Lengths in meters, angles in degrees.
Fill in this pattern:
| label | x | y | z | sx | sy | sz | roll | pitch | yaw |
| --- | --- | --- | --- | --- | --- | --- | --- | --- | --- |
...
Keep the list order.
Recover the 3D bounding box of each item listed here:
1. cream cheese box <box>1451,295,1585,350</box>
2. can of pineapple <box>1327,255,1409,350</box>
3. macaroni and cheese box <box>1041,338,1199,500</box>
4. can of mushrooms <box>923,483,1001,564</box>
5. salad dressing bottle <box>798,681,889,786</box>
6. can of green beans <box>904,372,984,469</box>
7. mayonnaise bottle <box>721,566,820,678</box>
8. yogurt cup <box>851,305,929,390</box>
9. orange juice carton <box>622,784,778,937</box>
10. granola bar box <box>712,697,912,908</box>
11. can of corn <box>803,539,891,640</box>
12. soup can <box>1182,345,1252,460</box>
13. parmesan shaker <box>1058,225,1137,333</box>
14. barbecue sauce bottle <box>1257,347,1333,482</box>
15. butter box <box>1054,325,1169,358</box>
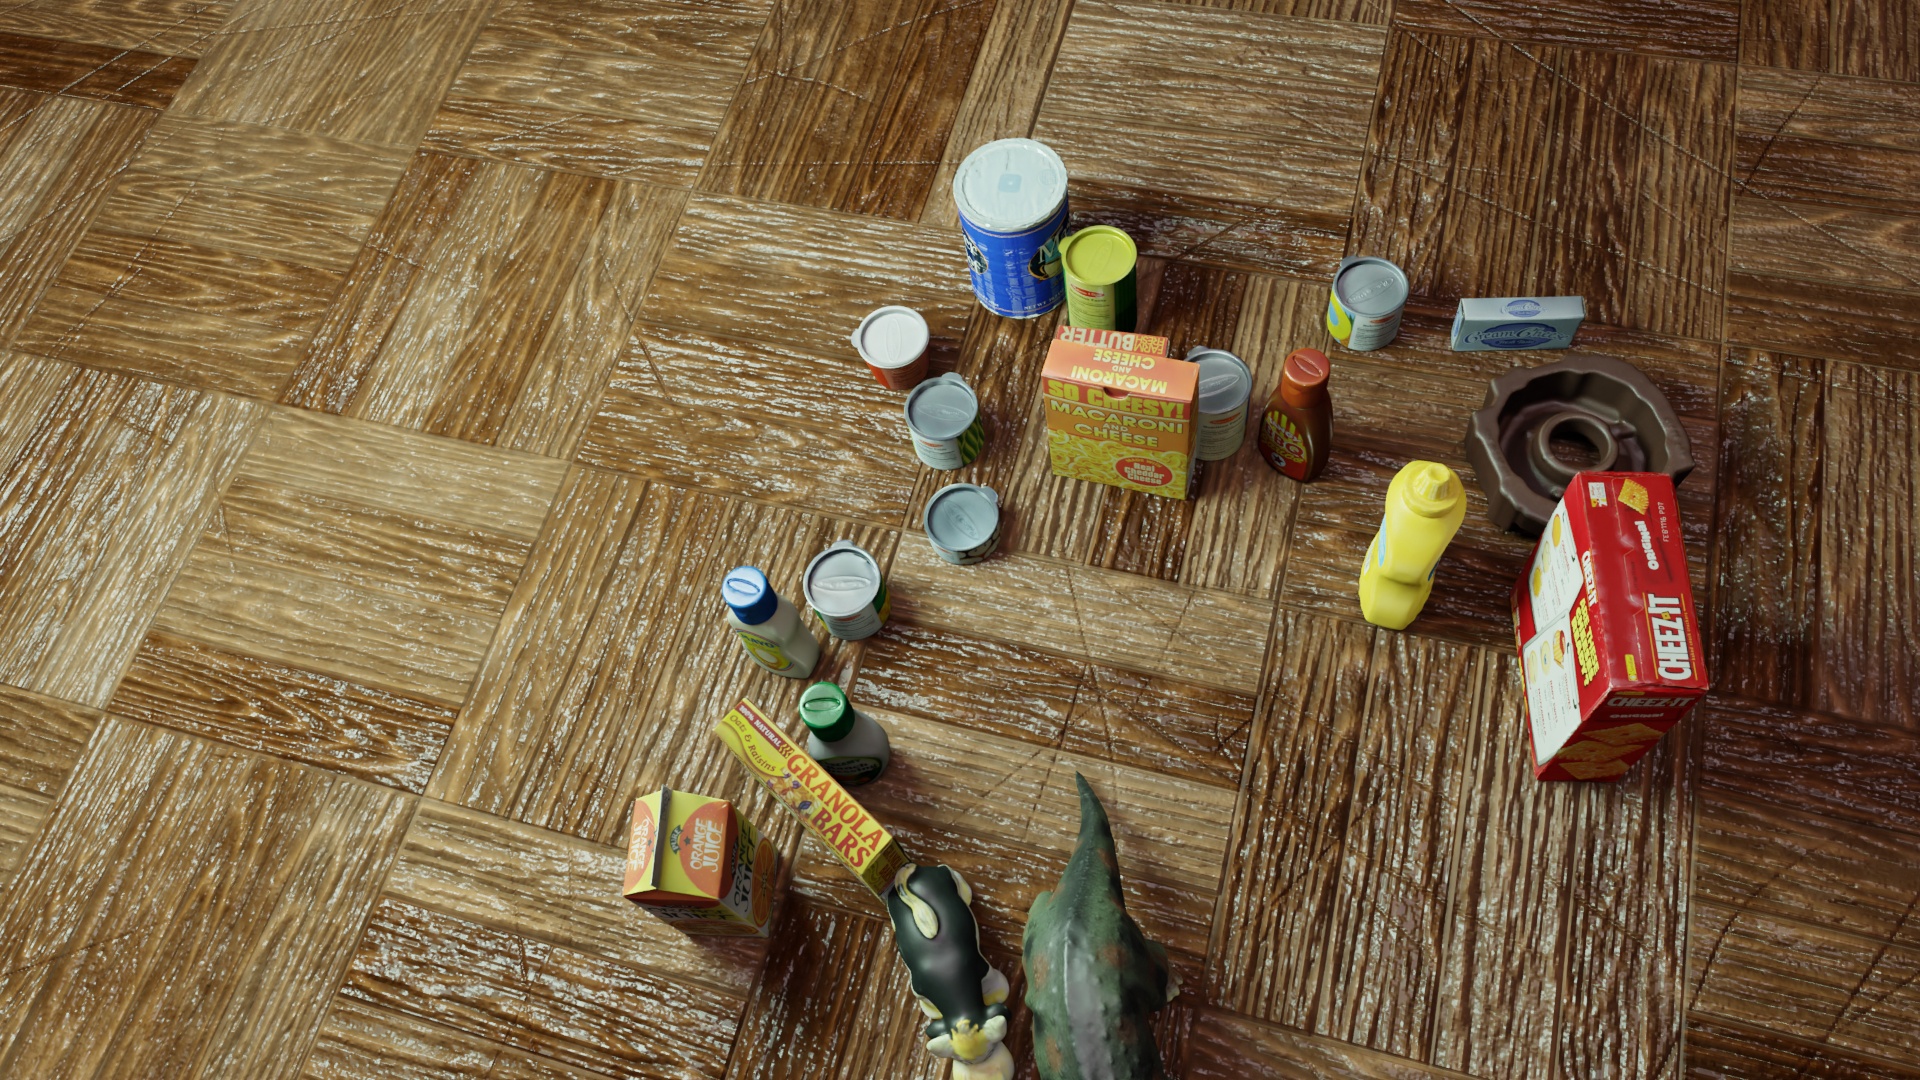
| label | x | y | z | sx | sy | sz | roll | pitch | yaw |
| --- | --- | --- | --- | --- | --- | --- | --- | --- | --- |
| cream cheese box | 0.494 | -0.192 | 1.236 | 0.104 | 0.053 | 0.024 | 0 | 64 | 8 |
| can of pineapple | 0.369 | -0.216 | 1.262 | 0.071 | 0.057 | 0.071 | -3 | 64 | 6 |
| macaroni and cheese box | 0.137 | -0.099 | 1.173 | 0.124 | 0.165 | 0.040 | 12 | 66 | 13 |
| can of mushrooms | 0.004 | -0.015 | 1.224 | 0.071 | 0.033 | 0.071 | -3 | 63 | 6 |
| salad dressing bottle | -0.094 | 0.152 | 1.090 | 0.064 | 0.147 | 0.044 | -4 | 64 | 6 |
| can of green beans | -0.014 | -0.105 | 1.257 | 0.071 | 0.057 | 0.071 | -3 | 64 | 6 |
| mayonnaise bottle | -0.159 | 0.067 | 1.140 | 0.065 | 0.147 | 0.041 | 17 | 68 | 15 |
| yogurt cup | -0.060 | -0.177 | 1.302 | 0.072 | 0.053 | 0.072 | -3 | 64 | 6 |
| orange juice carton | -0.196 | 0.242 | 1.033 | 0.073 | 0.192 | 0.072 | -1 | 64 | 7 |
| granola bar box | -0.110 | 0.204 | 1.079 | 0.166 | 0.123 | 0.039 | 39 | 75 | 23 |
| can of corn | -0.096 | 0.043 | 1.194 | 0.071 | 0.058 | 0.071 | -3 | 64 | 6 |
| soup can | 0.219 | -0.120 | 1.219 | 0.071 | 0.083 | 0.071 | -3 | 64 | 6 |
| parmesan shaker | 0.127 | -0.232 | 1.276 | 0.071 | 0.102 | 0.071 | -3 | 64 | 6 |
| barbecue sauce bottle | 0.285 | -0.107 | 1.168 | 0.044 | 0.148 | 0.065 | -42 | 66 | -13 |
| butter box | 0.139 | -0.168 | 1.271 | 0.103 | 0.053 | 0.024 | 8 | 66 | 12 |
